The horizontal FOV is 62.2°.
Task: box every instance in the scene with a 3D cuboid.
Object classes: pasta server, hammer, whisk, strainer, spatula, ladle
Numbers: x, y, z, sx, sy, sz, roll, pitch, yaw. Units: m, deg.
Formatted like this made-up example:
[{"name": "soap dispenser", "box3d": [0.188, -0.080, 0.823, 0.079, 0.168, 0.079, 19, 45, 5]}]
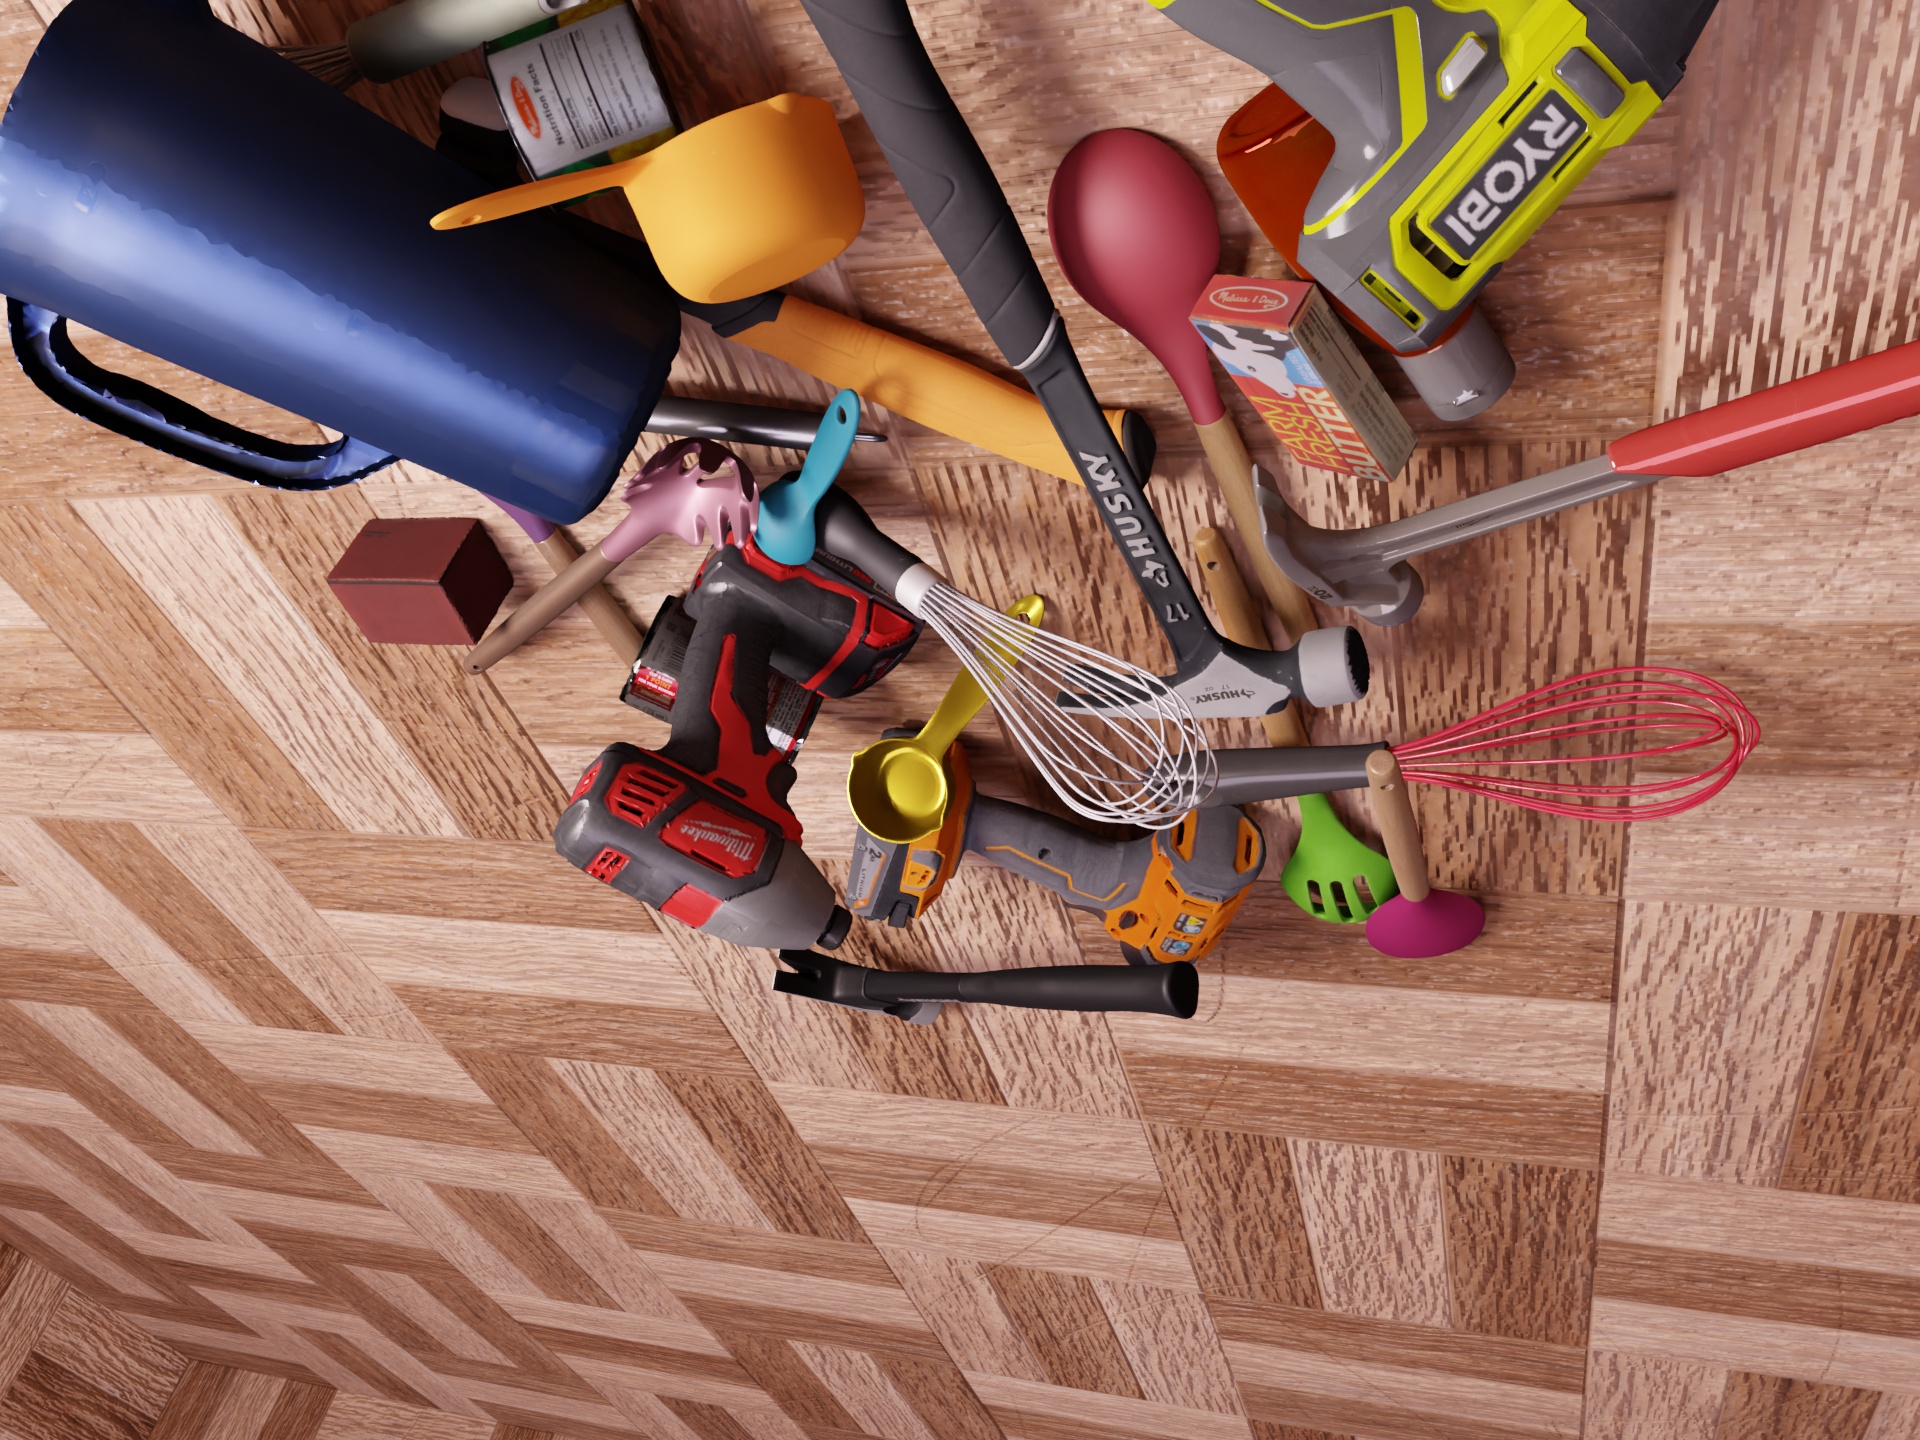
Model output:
[{"name": "pasta server", "box3d": [-0.198, -0.075, 0.841, 0.060, 0.040, 0.316, 33, 144, -26]}, {"name": "hammer", "box3d": [0.017, 0.166, 0.996, 0.146, 0.035, 0.335, 21, 160, -35]}, {"name": "whisk", "box3d": [0.232, 0.021, 0.788, 0.296, 0.073, 0.073, -6, 136, 24]}, {"name": "strainer", "box3d": [-0.162, -0.151, 0.765, 0.258, 0.050, 0.087, 7, 177, 4]}, {"name": "hammer", "box3d": [0.295, -0.112, 0.593, 0.359, 0.037, 0.149, -16, 160, 29]}, {"name": "spatula", "box3d": [-0.219, -0.084, 0.886, 0.060, 0.018, 0.315, -6, 135, 29]}, {"name": "hammer", "box3d": [-0.074, -0.167, 0.715, 0.337, 0.034, 0.127, 21, 141, -4]}, {"name": "whisk", "box3d": [0.005, -0.043, 0.724, 0.285, 0.070, 0.070, 40, 154, 32]}, {"name": "whisk", "box3d": [-0.248, -0.272, 0.652, 0.246, 0.059, 0.057, -8, 172, 24]}, {"name": "ladle", "box3d": [0.118, -0.117, 0.708, 0.069, 0.031, 0.315, -6, 138, 29]}, {"name": "hammer", "box3d": [0.035, -0.140, 0.654, 0.149, 0.036, 0.408, -9, 133, 30]}]

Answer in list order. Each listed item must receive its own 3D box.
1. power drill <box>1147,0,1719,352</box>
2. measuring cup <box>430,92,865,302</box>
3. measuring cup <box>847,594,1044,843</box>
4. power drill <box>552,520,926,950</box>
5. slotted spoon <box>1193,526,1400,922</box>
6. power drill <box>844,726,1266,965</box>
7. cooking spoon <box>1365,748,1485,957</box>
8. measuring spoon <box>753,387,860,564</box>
[{"name": "power drill", "box3d": [0.121, -0.245, 0.487, 0.223, 0.080, 0.171, 33, 111, -22]}, {"name": "measuring cup", "box3d": [-0.111, -0.184, 0.598, 0.095, 0.173, 0.052, -15, 100, 53]}, {"name": "measuring cup", "box3d": [-0.001, -0.003, 0.846, 0.062, 0.029, 0.156, 38, 102, 10]}, {"name": "power drill", "box3d": [-0.095, 0.006, 0.783, 0.143, 0.220, 0.078, 30, 141, -15]}, {"name": "slotted spoon", "box3d": [0.176, 0.018, 0.849, 0.070, 0.031, 0.313, -10, 133, 24]}, {"name": "power drill", "box3d": [0.050, 0.092, 0.949, 0.226, 0.084, 0.164, 14, 144, 0]}, {"name": "cooking spoon", "box3d": [0.236, 0.081, 0.835, 0.069, 0.017, 0.318, -12, 153, 15]}, {"name": "measuring spoon", "box3d": [-0.074, -0.111, 0.731, 0.042, 0.021, 0.128, 62, 150, 13]}]
